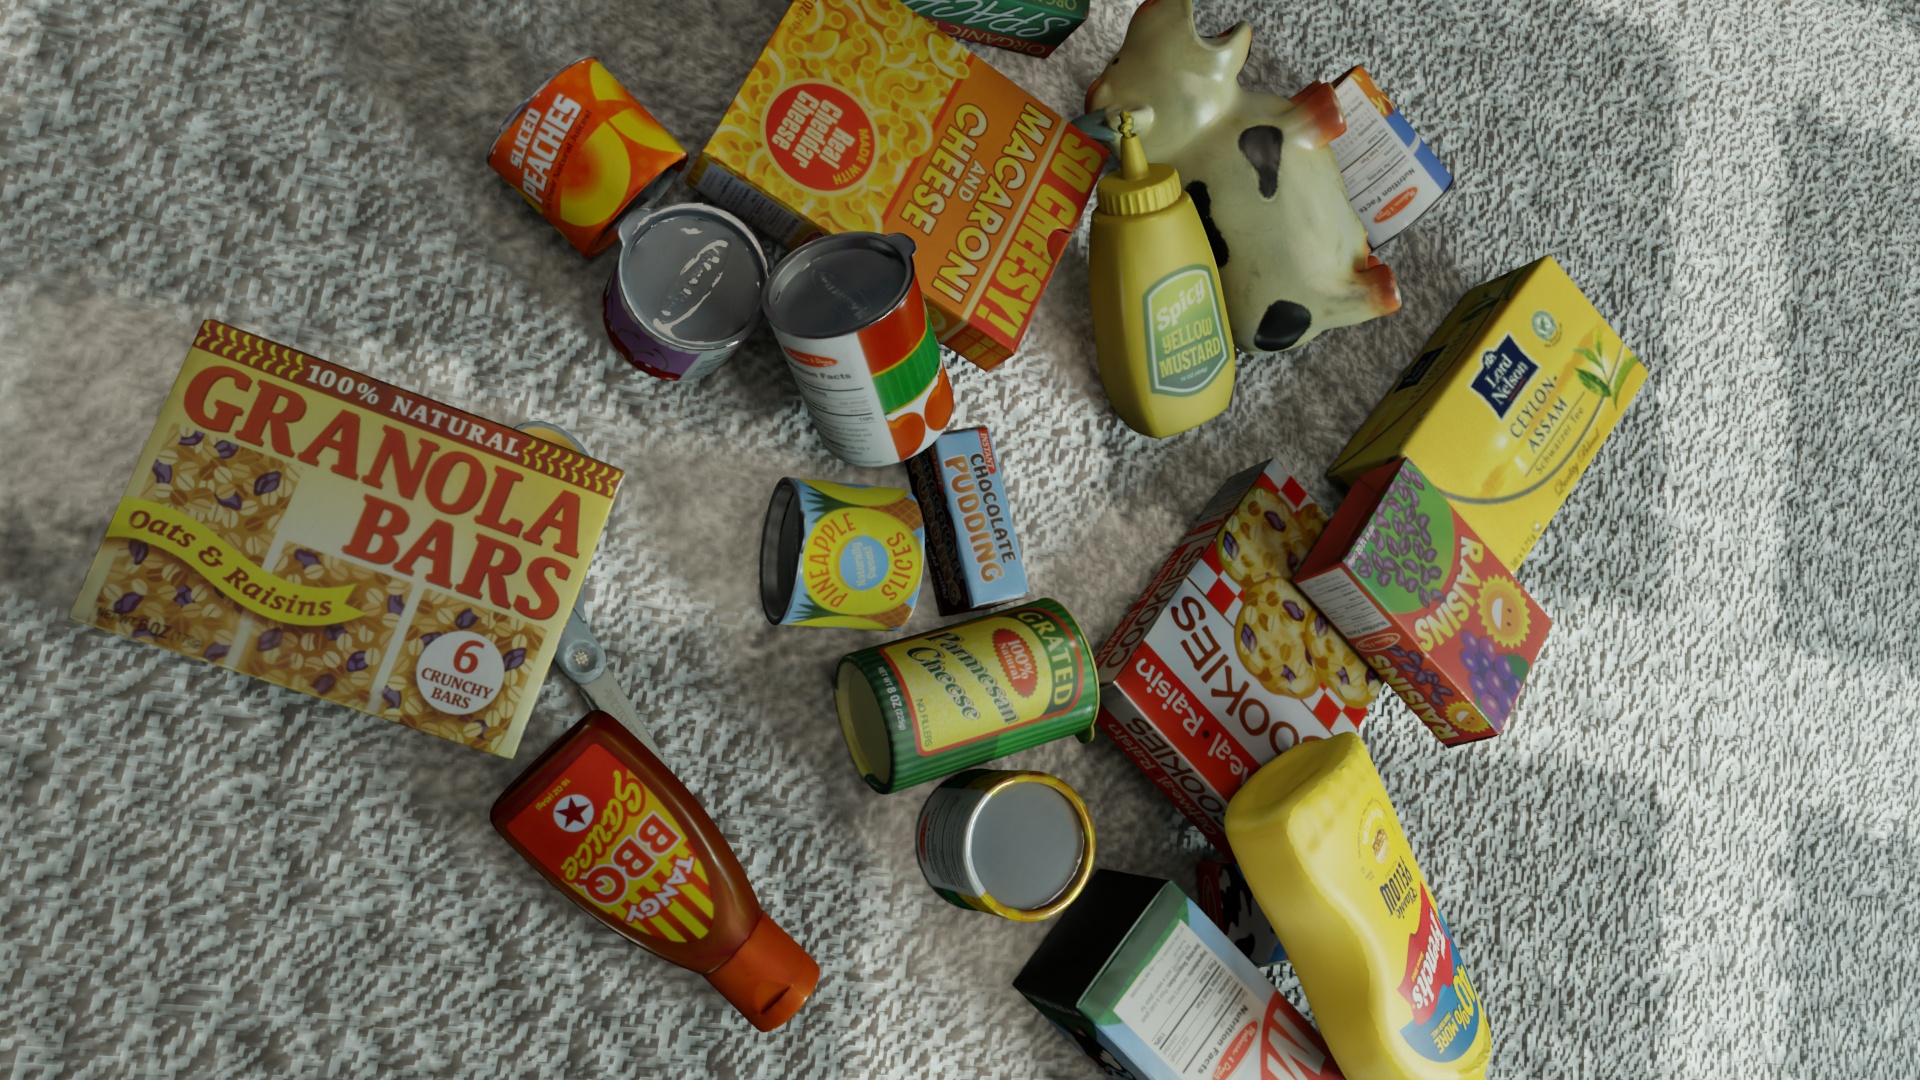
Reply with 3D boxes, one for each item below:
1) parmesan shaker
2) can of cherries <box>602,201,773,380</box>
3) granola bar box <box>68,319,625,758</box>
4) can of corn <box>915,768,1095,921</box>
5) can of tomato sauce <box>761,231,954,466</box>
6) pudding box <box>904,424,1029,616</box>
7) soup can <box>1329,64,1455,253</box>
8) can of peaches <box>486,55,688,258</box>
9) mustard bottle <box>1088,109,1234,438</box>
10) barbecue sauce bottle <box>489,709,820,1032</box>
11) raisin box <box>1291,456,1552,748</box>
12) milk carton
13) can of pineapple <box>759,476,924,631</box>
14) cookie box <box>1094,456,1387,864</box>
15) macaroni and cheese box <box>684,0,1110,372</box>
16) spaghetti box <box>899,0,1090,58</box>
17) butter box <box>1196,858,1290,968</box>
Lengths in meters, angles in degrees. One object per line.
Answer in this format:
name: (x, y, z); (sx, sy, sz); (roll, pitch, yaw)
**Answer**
parmesan shaker: (0.003, 0.073, 0.632); (0.103, 0.071, 0.071); (-14, 87, -24)
can of cherries: (-0.124, -0.111, 0.617); (0.071, 0.058, 0.071); (3, 81, -21)
granola bar box: (-0.234, 0.002, 0.549); (0.165, 0.039, 0.124); (21, 81, -13)
can of corn: (0.023, 0.138, 0.634); (0.071, 0.058, 0.071); (4, 80, -22)
can of tomato sauce: (-0.042, -0.085, 0.614); (0.071, 0.082, 0.071); (-8, 50, 9)
pudding box: (0.002, -0.008, 0.656); (0.030, 0.049, 0.083); (-11, 86, -22)
soup can: (0.222, -0.211, 0.775); (0.083, 0.071, 0.071); (48, 68, -8)
can of peaches: (-0.162, -0.165, 0.604); (0.058, 0.071, 0.071); (45, 68, -11)
mustard bottle: (0.093, -0.130, 0.680); (0.065, 0.049, 0.159); (-27, 121, -18)
barbecue sauce bottle: (-0.122, 0.142, 0.580); (0.065, 0.044, 0.148); (-43, 101, -2)
raisin box: (0.237, 0.032, 0.710); (0.123, 0.040, 0.086); (46, 57, -9)
milk carton: (0.123, 0.247, 0.650); (0.190, 0.072, 0.074); (46, 68, -8)
can of pineapple: (-0.053, 0.007, 0.620); (0.058, 0.071, 0.071); (5, 79, -22)
cookie box: (0.147, 0.059, 0.699); (0.123, 0.040, 0.168); (47, 59, -9)
macaroni and cheese box: (-0.025, -0.175, 0.651); (0.166, 0.040, 0.124); (30, 71, -16)
spaghetti box: (-0.056, -0.284, 0.679); (0.250, 0.050, 0.029); (5, 81, -22)
butter box: (0.171, 0.185, 0.706); (0.104, 0.024, 0.053); (-2, 82, -22)
